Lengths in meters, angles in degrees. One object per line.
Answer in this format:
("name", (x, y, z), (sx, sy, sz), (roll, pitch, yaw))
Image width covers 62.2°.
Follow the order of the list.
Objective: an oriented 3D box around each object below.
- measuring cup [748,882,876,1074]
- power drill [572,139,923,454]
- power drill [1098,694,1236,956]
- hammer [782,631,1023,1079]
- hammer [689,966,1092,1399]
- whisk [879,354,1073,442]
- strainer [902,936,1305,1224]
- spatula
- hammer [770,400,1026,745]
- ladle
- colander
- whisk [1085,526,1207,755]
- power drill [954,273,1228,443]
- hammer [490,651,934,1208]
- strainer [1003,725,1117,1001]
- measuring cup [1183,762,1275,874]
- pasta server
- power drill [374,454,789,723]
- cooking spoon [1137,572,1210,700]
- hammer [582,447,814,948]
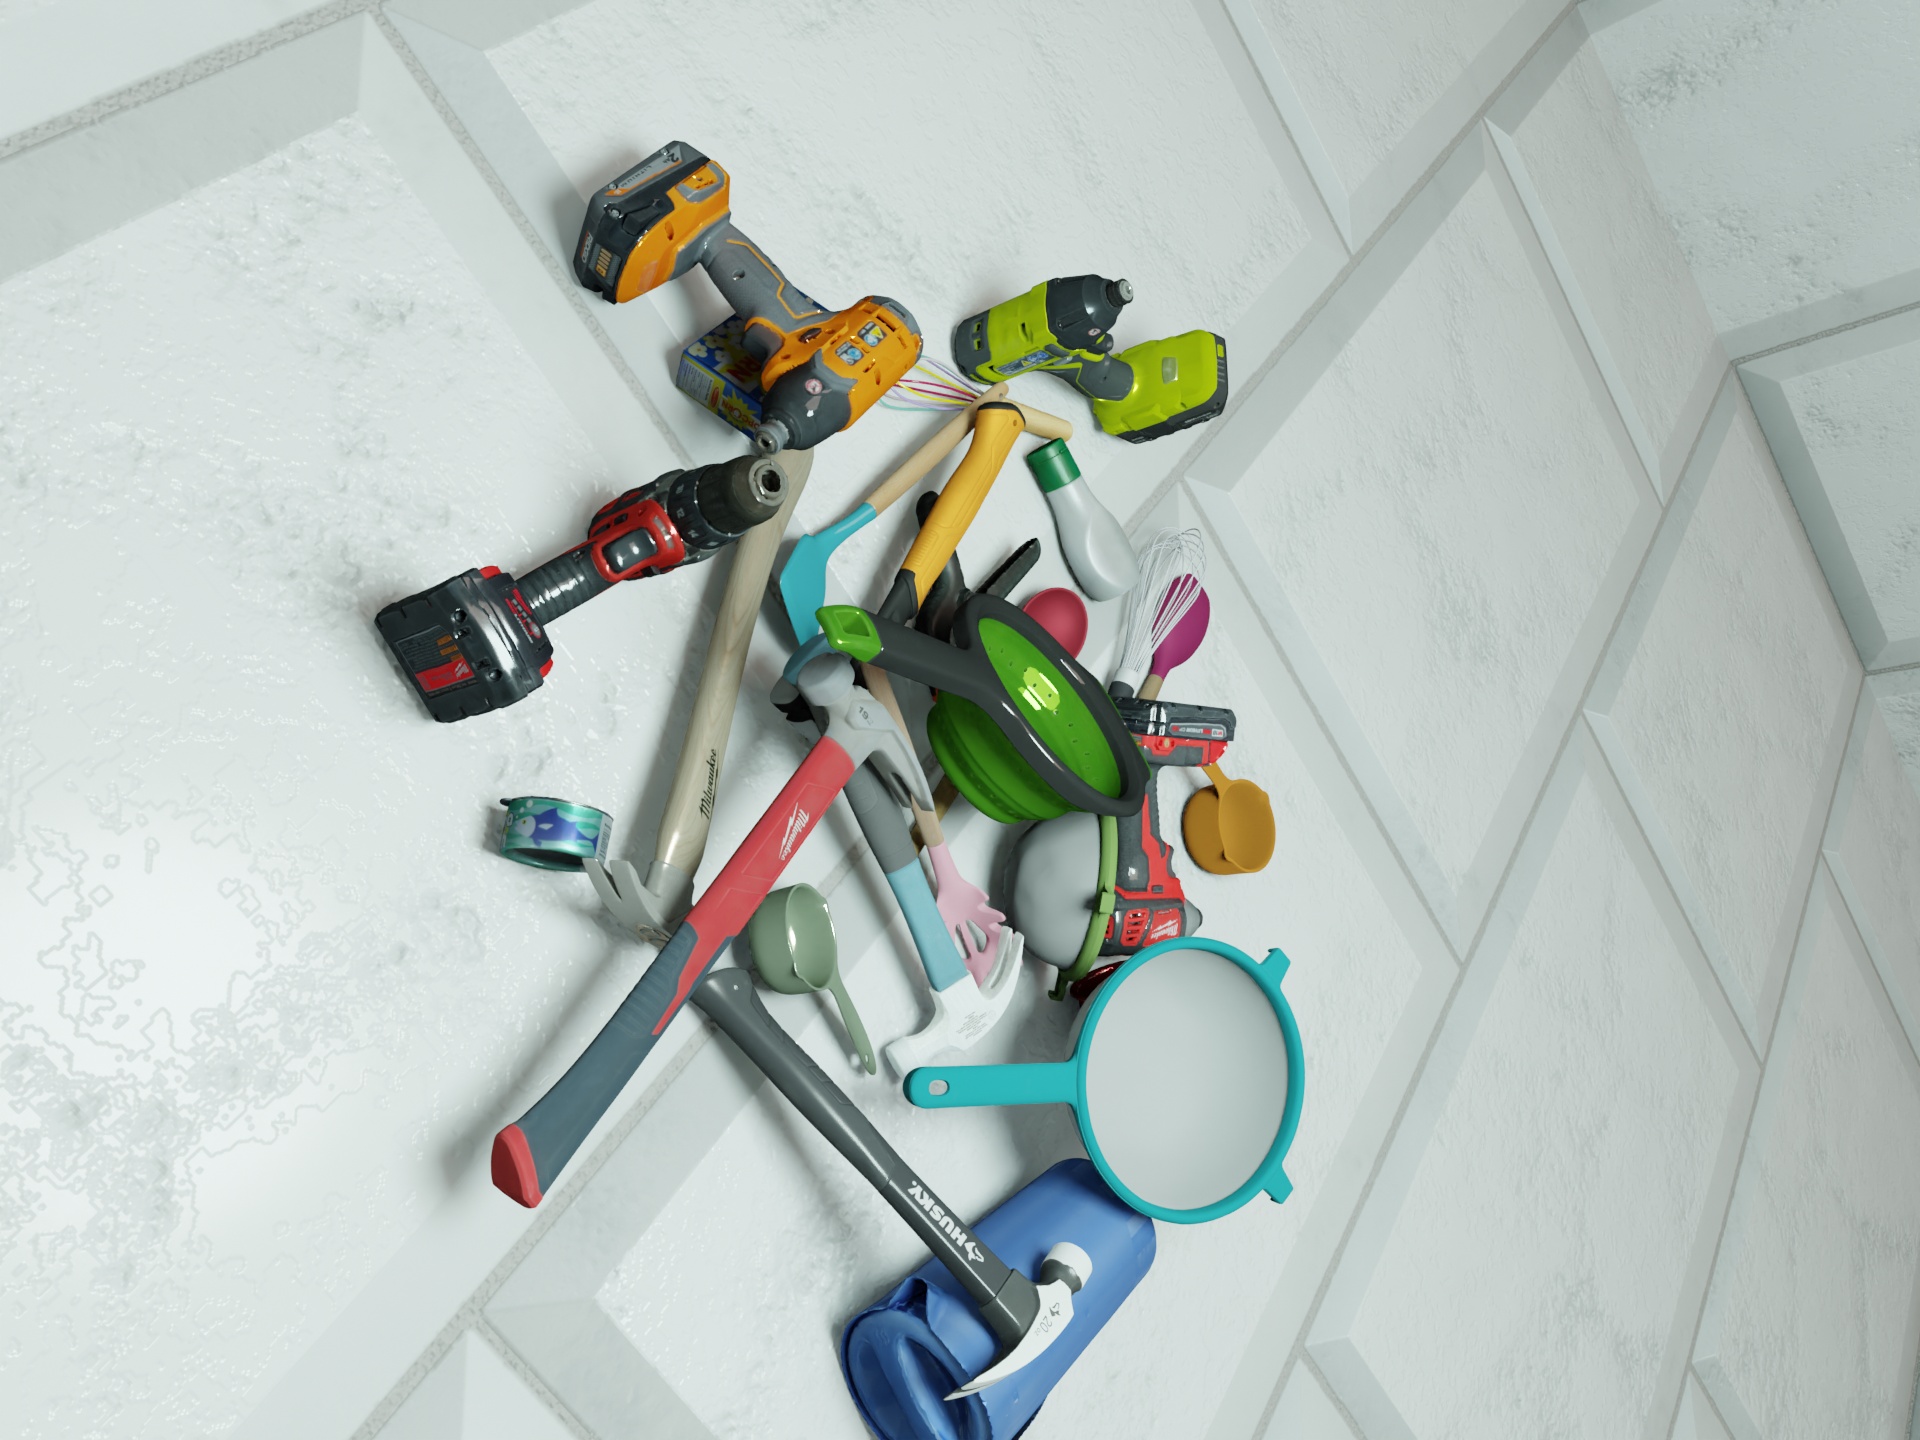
("measuring cup", (-0.104, 0.192, 1.131), (0.083, 0.038, 0.167), (-72, 145, -57))
("power drill", (-0.154, -0.285, 1.107), (0.226, 0.084, 0.164), (38, 52, -1))
("power drill", (0.168, 0.093, 1.369), (0.143, 0.079, 0.219), (6, 91, -44))
("hammer", (-0.050, 0.093, 1.154), (0.128, 0.033, 0.330), (-28, 108, -20))
("hammer", (-0.060, 0.295, 1.060), (0.335, 0.035, 0.146), (46, 37, 4))
("whisk", (0.015, -0.268, 1.352), (0.244, 0.047, 0.051), (8, 102, -47))
("strainer", (0.099, 0.268, 1.196), (0.340, 0.095, 0.211), (4, 82, -27))
("spatula", (-0.047, -0.175, 1.246), (0.317, 0.044, 0.082), (-48, 141, -31))
("hammer", (-0.026, -0.112, 1.236), (0.127, 0.034, 0.337), (47, 59, -37))
("ladle", (0.023, 0.006, 1.306), (0.069, 0.031, 0.315), (48, 53, -22))
("colander", (-0.002, -0.004, 1.139), (0.396, 0.094, 0.205), (18, 39, -56))
("whisk", (0.160, -0.062, 1.434), (0.070, 0.070, 0.285), (41, 60, -30))
("power drill", (0.129, -0.319, 1.387), (0.223, 0.171, 0.080), (11, 73, -45))
("hammer", (-0.149, 0.140, 0.997), (0.386, 0.038, 0.143), (-55, 131, -29))
("strainer", (0.073, 0.088, 1.299), (0.069, 0.151, 0.257), (9, 50, -10))
("measuring cup", (0.225, 0.068, 1.469), (0.173, 0.052, 0.095), (56, 49, -17))
("pasta server", (-0.025, 0.071, 1.194), (0.060, 0.040, 0.316), (-24, 113, -13))
("power drill", (-0.224, -0.093, 0.982), (0.227, 0.188, 0.080), (-39, 109, -38))
("cooking spoon", (0.171, -0.019, 1.460), (0.068, 0.017, 0.319), (50, 51, -26))
("hammer", (-0.164, -0.047, 1.097), (0.146, 0.038, 0.411), (63, 33, -58))
